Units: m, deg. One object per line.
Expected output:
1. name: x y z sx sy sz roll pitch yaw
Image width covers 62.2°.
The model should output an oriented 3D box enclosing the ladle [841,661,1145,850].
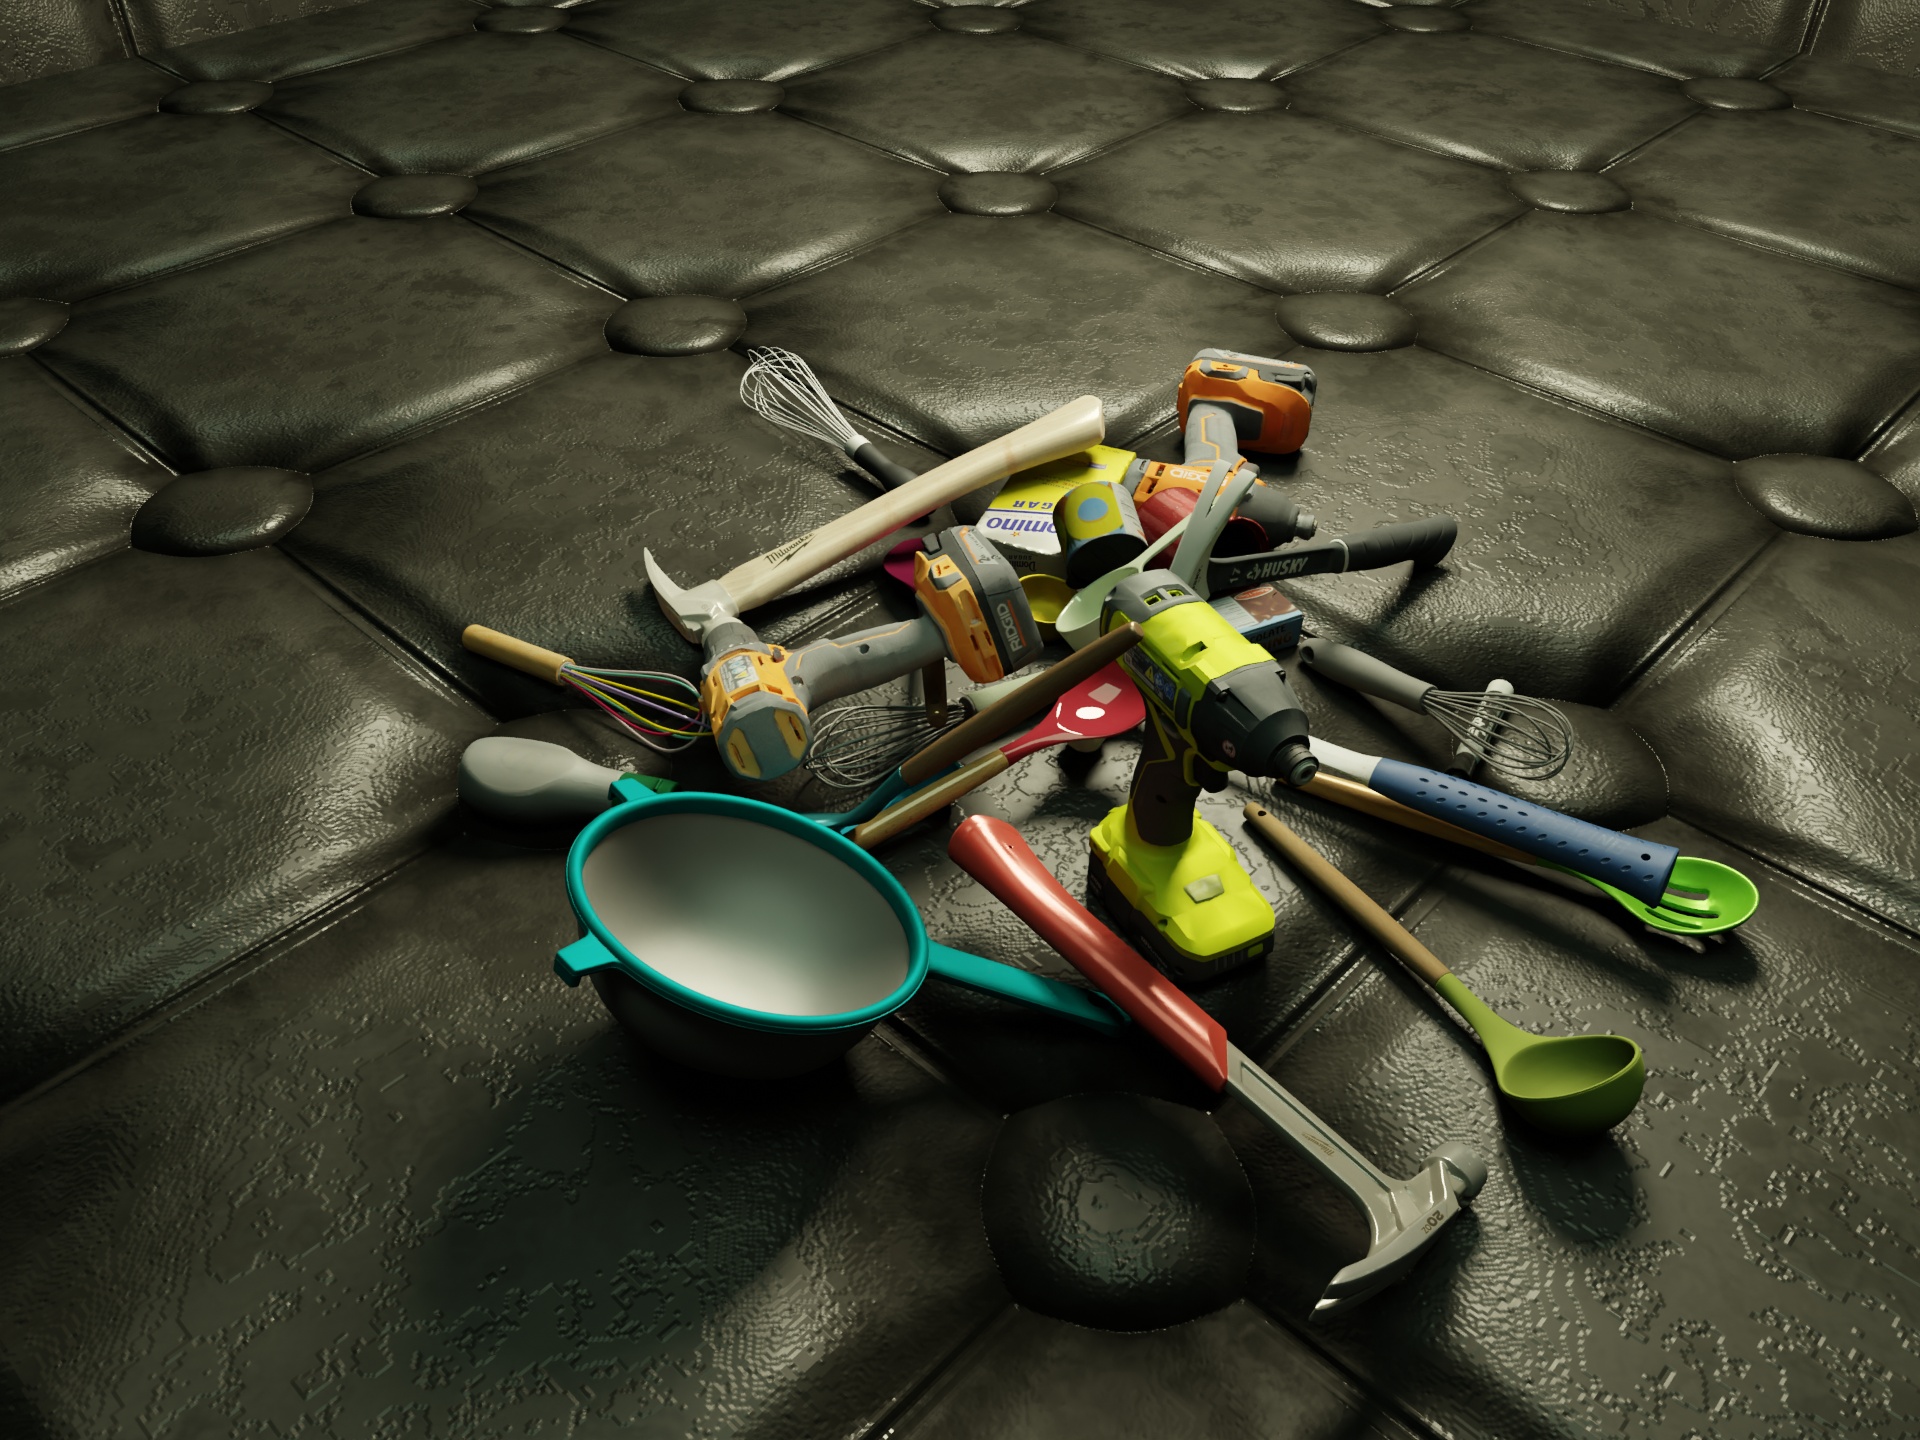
1. ladle: 0.008 0.038 1.073 0.315 0.031 0.069 -29 48 -17

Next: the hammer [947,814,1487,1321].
1. hammer: 0.114 0.172 0.897 0.149 0.036 0.359 -18 45 -42

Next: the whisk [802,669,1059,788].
1. whisk: -0.002 -0.004 1.146 0.246 0.059 0.058 -17 79 -25

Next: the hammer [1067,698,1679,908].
1. hammer: 0.275 0.027 1.081 0.406 0.035 0.144 22 53 29

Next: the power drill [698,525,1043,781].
1. power drill: -0.075 -0.054 1.104 0.226 0.084 0.185 -25 28 -5

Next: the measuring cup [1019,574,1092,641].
1. measuring cup: 0.102 -0.059 1.232 0.157 0.029 0.062 37 51 21

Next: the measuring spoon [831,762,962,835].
1. measuring spoon: -0.052 0.067 1.083 0.128 0.021 0.042 -33 59 -22

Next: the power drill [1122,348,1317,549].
1. power drill: 0.245 -0.230 1.391 0.164 0.084 0.227 14 46 15

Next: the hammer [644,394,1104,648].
1. hammer: -0.058 -0.178 1.310 0.410 0.038 0.146 -29 46 -19

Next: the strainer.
1. strainer: -0.071 0.156 0.928 0.340 0.095 0.211 18 25 -11

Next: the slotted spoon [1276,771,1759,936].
1. slotted spoon: 0.360 0.080 1.060 0.314 0.031 0.070 18 46 23

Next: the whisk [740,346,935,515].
1. whisk: -0.111 -0.261 1.447 0.070 0.070 0.285 -27 52 -29

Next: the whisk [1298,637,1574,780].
1. whisk: 0.334 -0.017 1.140 0.055 0.055 0.239 -26 34 -28

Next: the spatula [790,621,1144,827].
1. spatula: -0.019 0.012 0.974 0.082 0.317 0.044 1 62 -54

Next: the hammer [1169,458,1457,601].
1. hammer: 0.271 -0.125 1.178 0.036 0.149 0.409 31 28 32

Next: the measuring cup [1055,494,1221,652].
1. measuring cup: 0.145 -0.106 1.192 0.167 0.038 0.083 -41 18 -12

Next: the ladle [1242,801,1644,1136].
1. ladle: 0.278 0.135 0.972 0.078 0.062 0.320 -23 42 -21

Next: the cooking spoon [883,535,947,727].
1. cooking spoon: -0.024 -0.077 1.212 0.069 0.017 0.319 -7 29 1

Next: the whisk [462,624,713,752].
1. whisk: -0.277 -0.030 1.173 0.245 0.051 0.047 19 49 25

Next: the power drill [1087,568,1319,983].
1. power drill: 0.141 0.044 0.946 0.080 0.223 0.171 -18 43 -21
